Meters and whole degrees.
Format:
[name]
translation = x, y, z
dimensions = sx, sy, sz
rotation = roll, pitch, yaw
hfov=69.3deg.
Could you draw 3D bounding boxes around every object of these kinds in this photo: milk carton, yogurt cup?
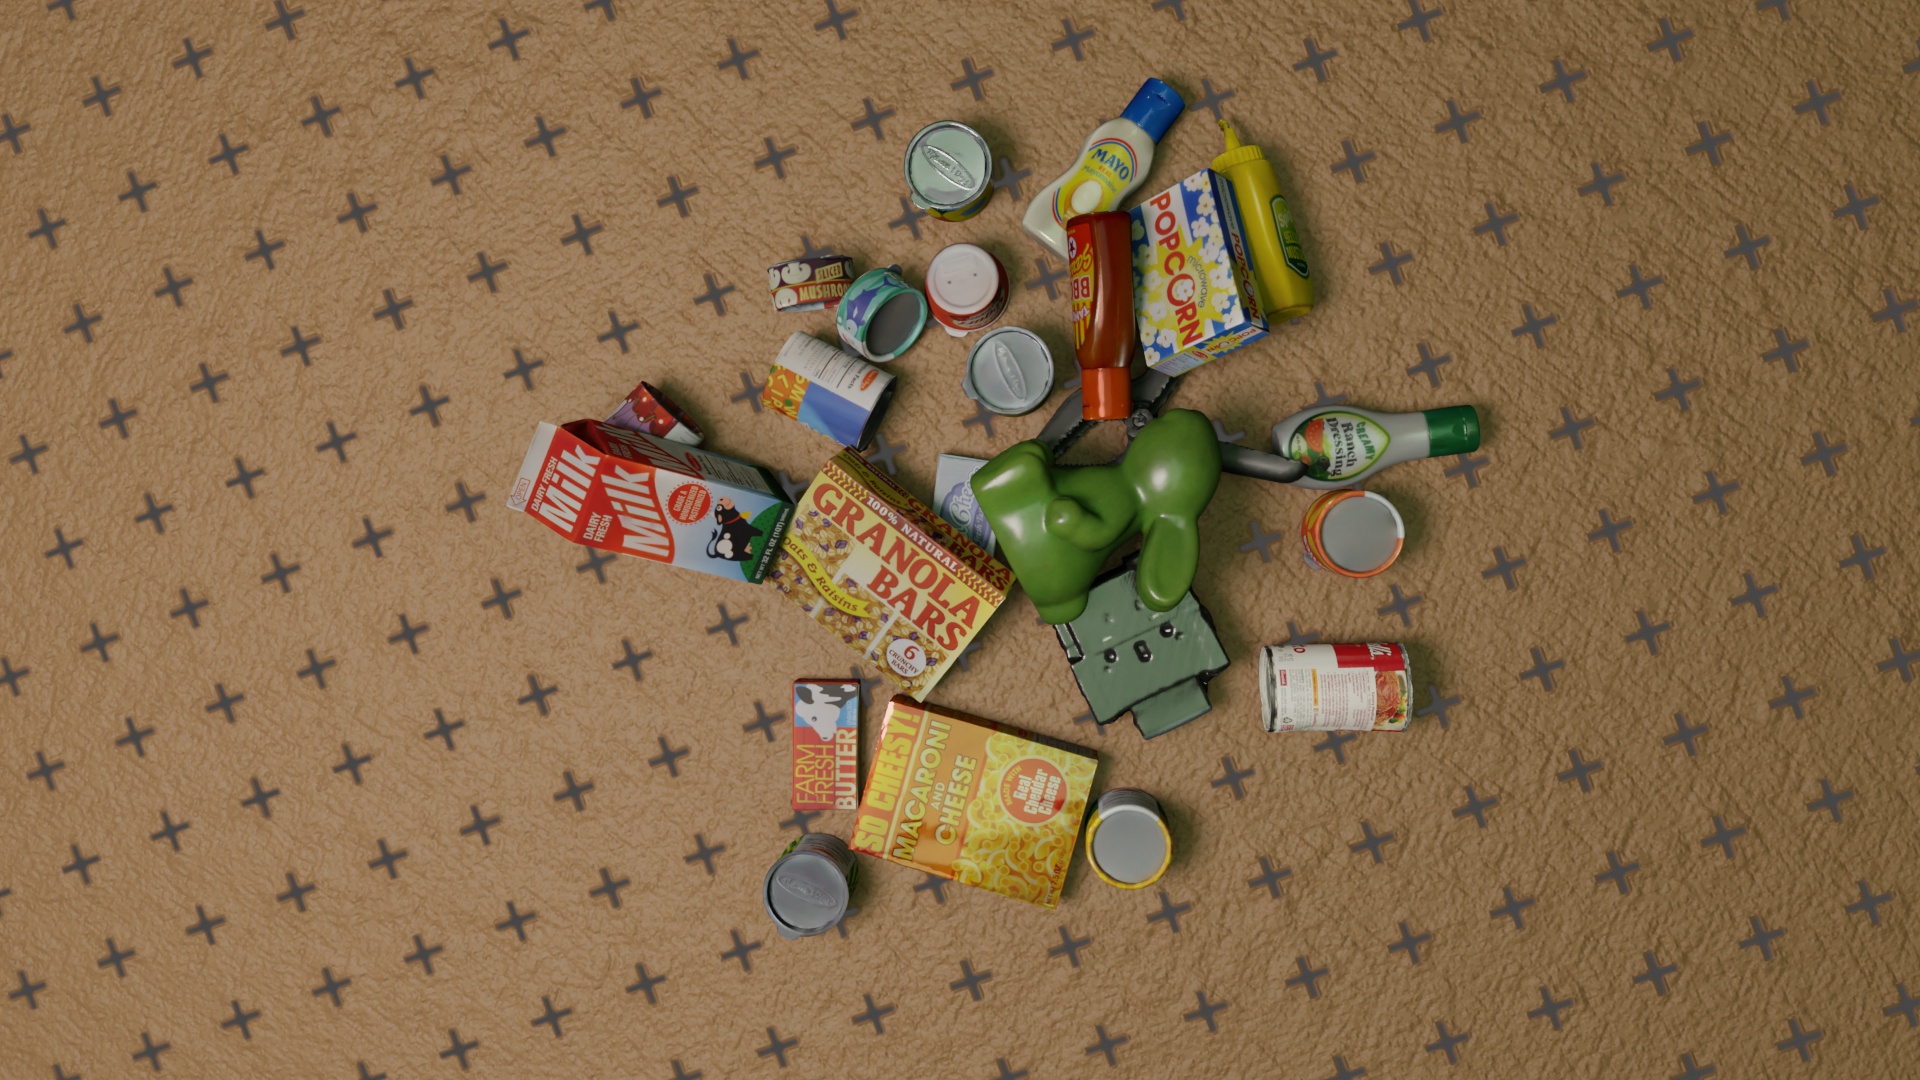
[milk carton]
translation = -0.228, -0.032, 1.021
dimensions = 0.191, 0.073, 0.072
rotation = 16, 108, -32
[yogurt cup]
translation = 0.003, -0.196, 1.062
dimensions = 0.072, 0.054, 0.072
rotation = 0, 91, 4

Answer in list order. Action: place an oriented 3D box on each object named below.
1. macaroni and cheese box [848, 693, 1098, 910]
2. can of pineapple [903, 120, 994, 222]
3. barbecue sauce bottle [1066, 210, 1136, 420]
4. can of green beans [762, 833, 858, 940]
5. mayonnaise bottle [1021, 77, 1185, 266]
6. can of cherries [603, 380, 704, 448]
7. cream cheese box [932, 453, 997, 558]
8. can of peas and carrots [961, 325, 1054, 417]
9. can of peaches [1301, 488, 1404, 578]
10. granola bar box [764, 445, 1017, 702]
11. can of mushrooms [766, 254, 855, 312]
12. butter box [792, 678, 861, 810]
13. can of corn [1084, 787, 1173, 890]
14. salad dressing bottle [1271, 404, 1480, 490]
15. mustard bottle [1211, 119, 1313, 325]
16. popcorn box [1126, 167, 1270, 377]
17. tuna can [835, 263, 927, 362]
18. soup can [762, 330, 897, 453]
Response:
[macaroni and cheese box]
translation = 0.010, 0.202, 1.080
dimensions = 0.166, 0.040, 0.123
rotation = 16, 93, 3
[can of pineapple]
translation = -0.009, -0.279, 1.058
dimensions = 0.071, 0.058, 0.071
rotation = 0, 92, 4
[barbecue sauce bottle]
translation = 0.105, -0.163, 1.017
dimensions = 0.044, 0.065, 0.148
rotation = -5, 96, -14
[can of green beans]
translation = -0.116, 0.267, 1.082
dimensions = 0.071, 0.058, 0.071
rotation = 0, 92, 4
[mayonnaise bottle]
translation = 0.112, -0.282, 1.058
dimensions = 0.065, 0.041, 0.148
rotation = 37, 94, -1
[can of cherries]
translation = -0.243, -0.083, 1.077
dimensions = 0.071, 0.071, 0.058
rotation = 43, 94, 2
[cream cheese box]
translation = 0.004, -0.014, 1.082
dimensions = 0.053, 0.024, 0.103
rotation = 7, 92, 5
[can of peas and carrots]
translation = 0.037, -0.126, 1.059
dimensions = 0.071, 0.059, 0.071
rotation = 0, 92, 5
[can of peaches]
translation = 0.293, -0.004, 1.045
dimensions = 0.071, 0.058, 0.071
rotation = 0, 92, 4
[granola bar box]
translation = -0.057, 0.026, 1.058
dimensions = 0.165, 0.039, 0.123
rotation = 38, 119, 2
[can of mushrooms]
translation = -0.112, -0.196, 1.062
dimensions = 0.071, 0.071, 0.033
rotation = -7, 93, 4
[butter box]
translation = -0.105, 0.161, 1.095
dimensions = 0.053, 0.024, 0.103
rotation = 1, 92, 3
[can of corn]
translation = 0.129, 0.230, 1.063
dimensions = 0.071, 0.058, 0.071
rotation = 0, 92, 4
[salad dressing bottle]
translation = 0.313, -0.075, 1.049
dimensions = 0.148, 0.044, 0.064
rotation = -8, 90, 4
[mustard bottle]
translation = 0.220, -0.242, 1.040
dimensions = 0.048, 0.065, 0.160
rotation = -18, 86, 33
[popcorn box]
translation = 0.167, -0.195, 1.013
dimensions = 0.085, 0.038, 0.127
rotation = -22, 69, 37
[tuna can]
translation = -0.058, -0.173, 1.057
dimensions = 0.033, 0.071, 0.071
rotation = 41, 95, 30
[soup can]
translation = -0.101, -0.112, 1.067
dimensions = 0.084, 0.071, 0.071
rotation = 27, 94, 4
